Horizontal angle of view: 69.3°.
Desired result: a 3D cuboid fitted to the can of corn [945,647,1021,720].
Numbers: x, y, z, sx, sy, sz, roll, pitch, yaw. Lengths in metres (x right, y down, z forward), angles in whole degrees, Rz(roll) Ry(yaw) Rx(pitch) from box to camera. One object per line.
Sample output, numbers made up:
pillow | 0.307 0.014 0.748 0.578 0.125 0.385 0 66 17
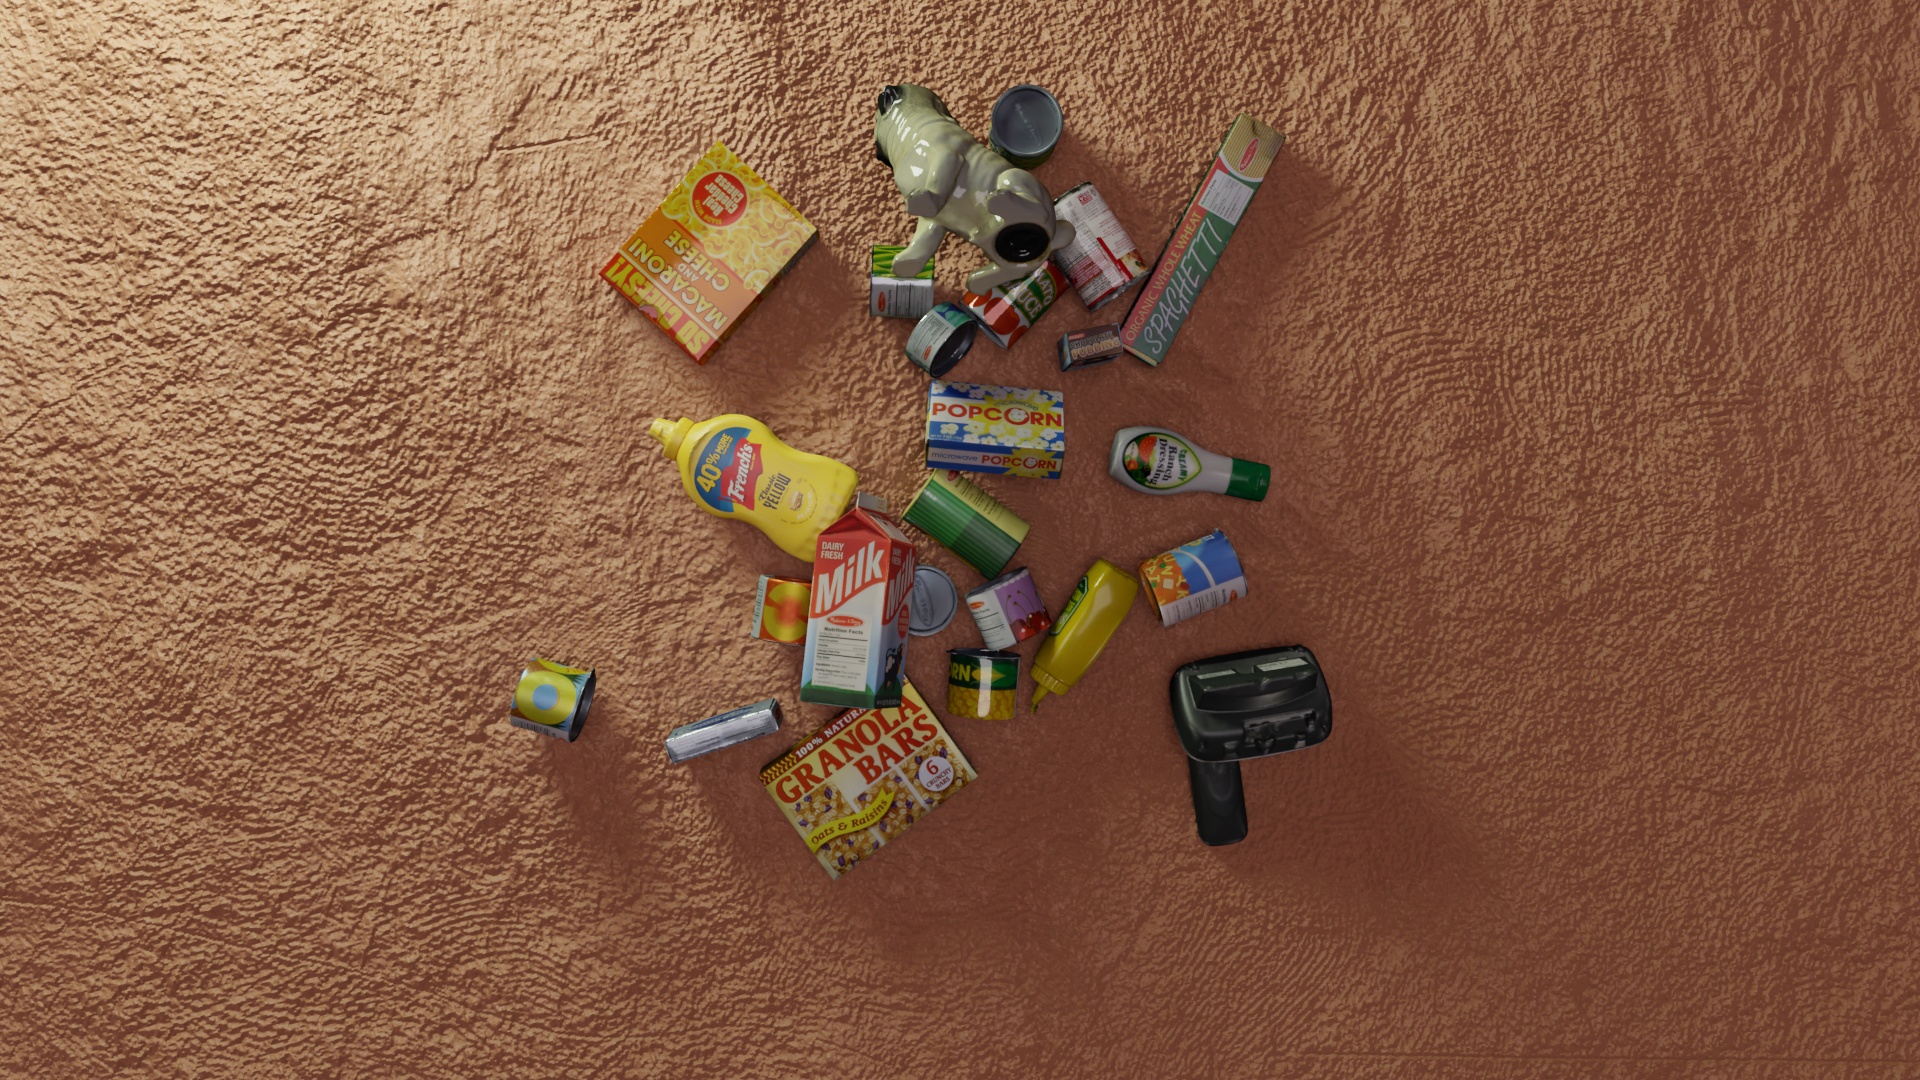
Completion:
can of corn | 0.019 0.133 1.290 0.071 0.071 0.058 4 92 -3

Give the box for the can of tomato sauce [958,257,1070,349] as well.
can of tomato sauce | 0.050 -0.227 1.283 0.071 0.071 0.083 44 90 -3

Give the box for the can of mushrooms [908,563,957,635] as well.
can of mushrooms | -0.039 0.055 1.303 0.071 0.033 0.071 0 92 -3

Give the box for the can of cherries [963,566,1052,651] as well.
can of cherries | 0.046 0.063 1.292 0.071 0.071 0.058 -25 93 -2

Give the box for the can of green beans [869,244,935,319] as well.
can of green beans | -0.054 -0.238 1.280 0.058 0.071 0.071 2 91 -3

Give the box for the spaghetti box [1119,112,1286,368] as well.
spaghetti box | 0.223 -0.282 1.310 0.050 0.028 0.250 29 90 -3

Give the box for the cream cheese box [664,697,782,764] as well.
cream cheese box | -0.219 0.176 1.287 0.104 0.053 0.024 -17 94 -2

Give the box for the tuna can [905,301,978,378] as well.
tuna can | -0.016 -0.186 1.281 0.033 0.071 0.071 40 90 14

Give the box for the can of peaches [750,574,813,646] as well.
can of peaches | -0.154 0.065 1.282 0.071 0.071 0.058 8 90 -3

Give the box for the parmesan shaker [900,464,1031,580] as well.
parmesan shaker | 0.005 -0.016 1.284 0.103 0.071 0.071 36 90 -3

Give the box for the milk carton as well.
milk carton | -0.089 0.054 1.253 0.073 0.072 0.190 4 86 18

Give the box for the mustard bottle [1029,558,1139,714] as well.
mustard bottle | 0.107 0.094 1.296 0.049 0.065 0.160 32 93 -7

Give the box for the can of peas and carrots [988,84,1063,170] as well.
can of peas and carrots | 0.058 -0.380 1.286 0.071 0.059 0.071 0 92 -2

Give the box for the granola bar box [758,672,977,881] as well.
granola bar box | -0.086 0.217 1.301 0.165 0.039 0.124 -36 92 -1

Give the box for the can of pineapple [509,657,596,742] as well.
can of pineapple | -0.372 0.144 1.273 0.058 0.071 0.071 16 91 -3

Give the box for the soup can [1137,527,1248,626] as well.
soup can | 0.216 0.034 1.299 0.084 0.071 0.071 -21 92 -1

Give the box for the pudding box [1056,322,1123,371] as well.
pudding box | 0.119 -0.177 1.280 0.050 0.084 0.030 -11 92 -2

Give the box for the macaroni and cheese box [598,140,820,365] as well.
macaroni and cheese box | -0.231 -0.264 1.284 0.124 0.040 0.166 42 89 -2

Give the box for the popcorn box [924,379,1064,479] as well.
popcorn box | 0.032 -0.102 1.277 0.127 0.085 0.038 5 135 -3

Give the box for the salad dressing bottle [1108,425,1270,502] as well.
salad dressing bottle | 0.216 -0.068 1.307 0.148 0.044 0.064 11 92 -3
